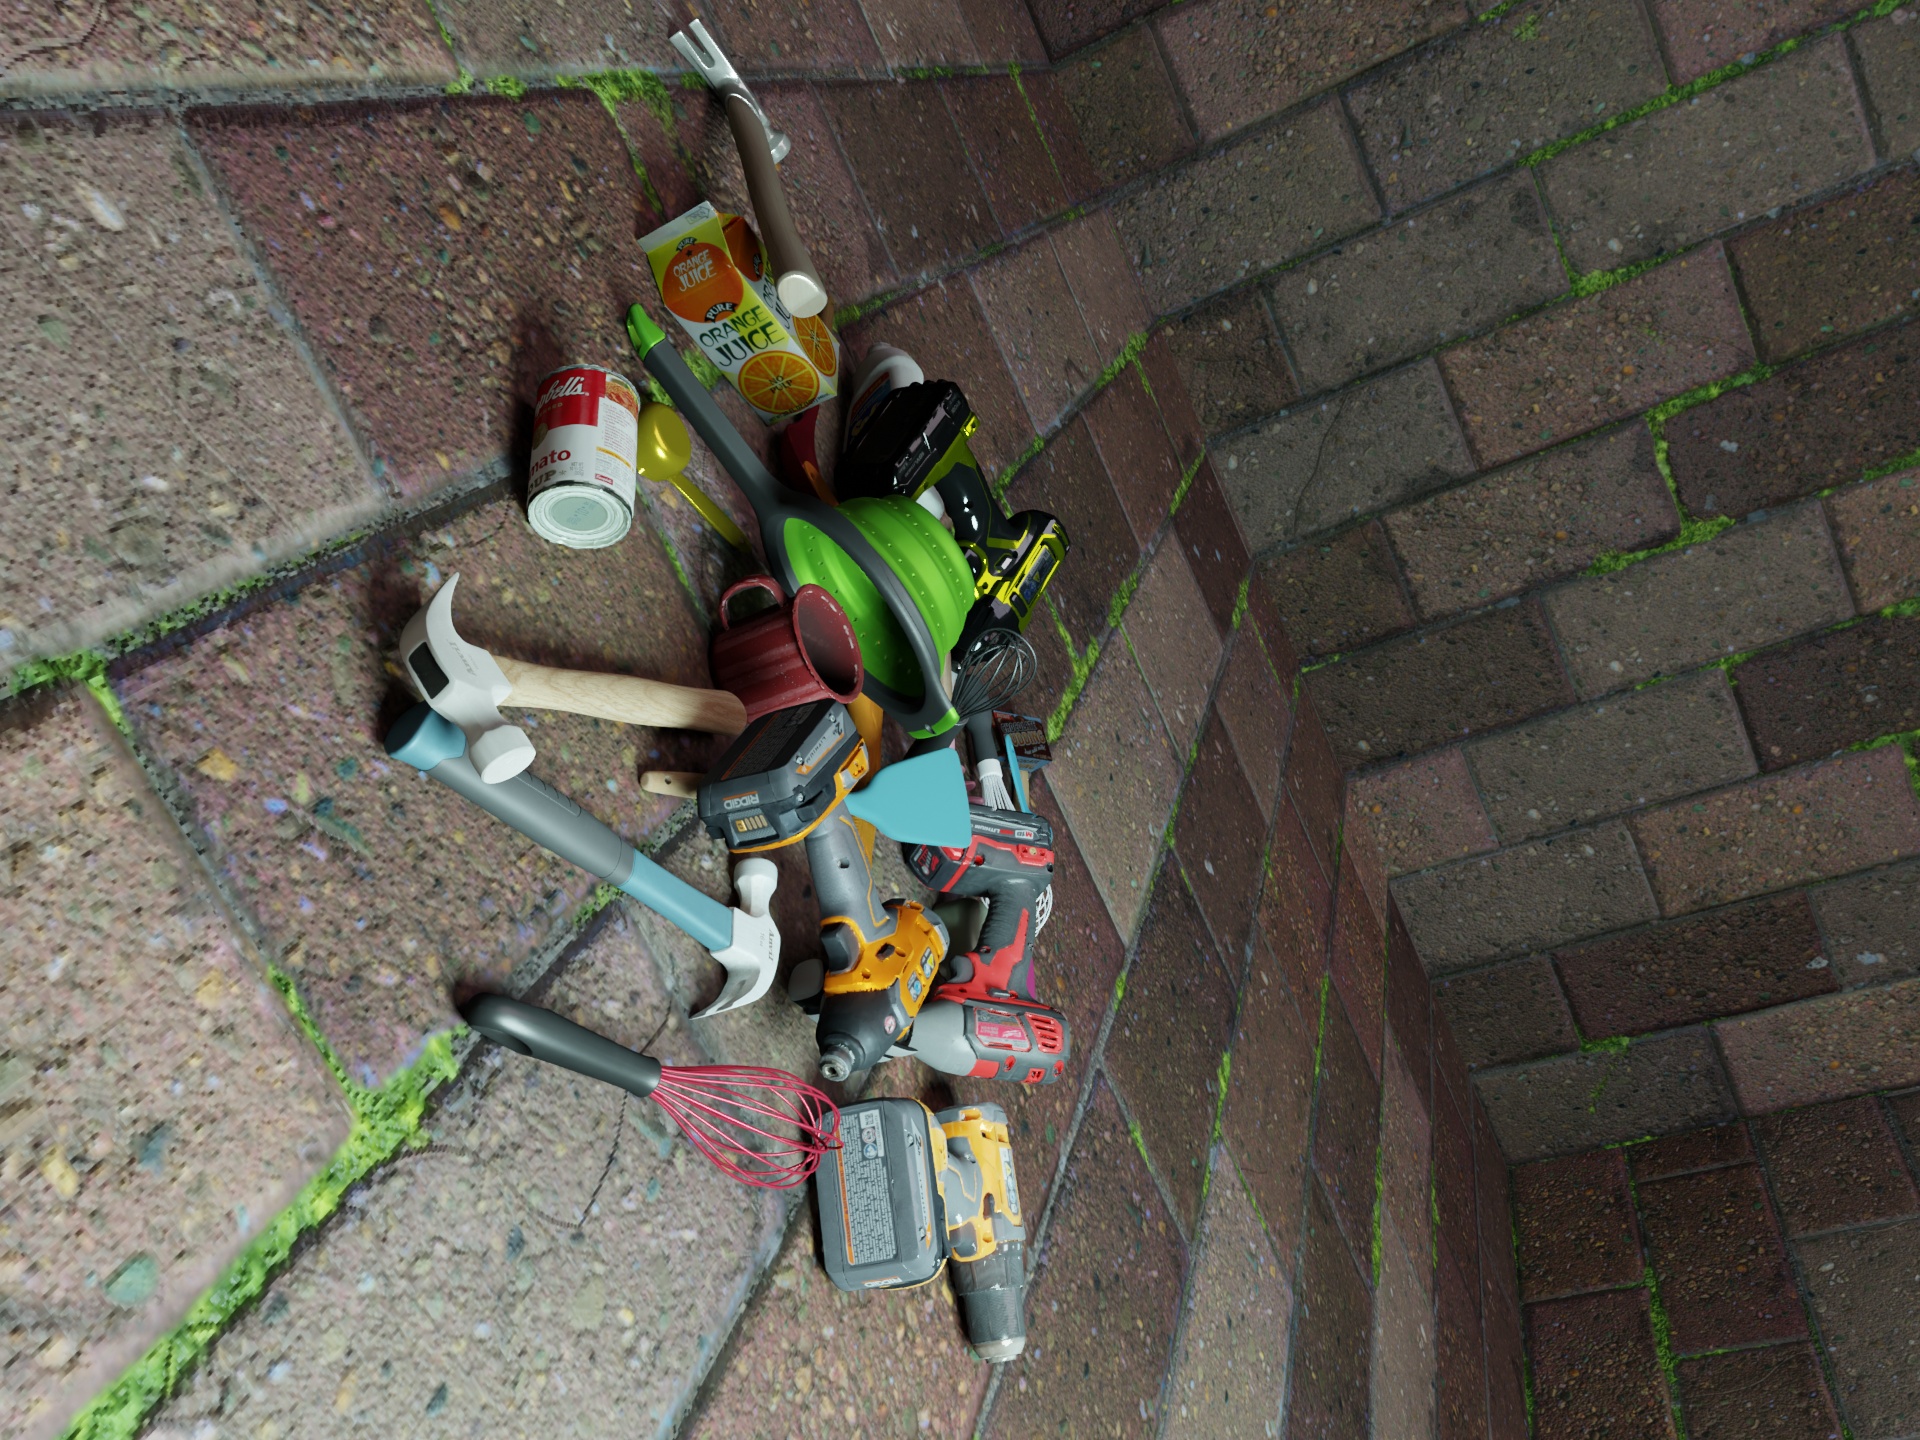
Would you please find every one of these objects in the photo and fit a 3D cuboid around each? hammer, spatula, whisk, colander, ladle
[{"bbox_3d":[-0.173,-0.464,1.350,0.146,0.038,0.411,48,16,-41],"label":"hammer"},{"bbox_3d":[-0.212,0.080,0.953,0.330,0.033,0.128,45,33,-46],"label":"hammer"},{"bbox_3d":[-0.104,0.051,1.152,0.317,0.044,0.082,9,68,-54],"label":"spatula"},{"bbox_3d":[0.032,0.076,1.495,0.070,0.070,0.285,39,33,-52],"label":"whisk"},{"bbox_3d":[-0.105,-0.171,1.224,0.397,0.094,0.204,53,-20,-5],"label":"colander"},{"bbox_3d":[-0.076,0.098,1.247,0.127,0.034,0.337,48,31,-41],"label":"hammer"},{"bbox_3d":[-0.221,-0.017,0.978,0.130,0.031,0.331,53,13,15],"label":"hammer"},{"bbox_3d":[-0.168,0.212,0.918,0.295,0.073,0.073,38,38,-45],"label":"whisk"},{"bbox_3d":[-0.134,-0.304,1.456,0.316,0.031,0.069,-88,156,-45],"label":"ladle"},{"bbox_3d":[-0.001,-0.004,1.294,0.055,0.239,0.055,12,58,-19],"label":"whisk"}]

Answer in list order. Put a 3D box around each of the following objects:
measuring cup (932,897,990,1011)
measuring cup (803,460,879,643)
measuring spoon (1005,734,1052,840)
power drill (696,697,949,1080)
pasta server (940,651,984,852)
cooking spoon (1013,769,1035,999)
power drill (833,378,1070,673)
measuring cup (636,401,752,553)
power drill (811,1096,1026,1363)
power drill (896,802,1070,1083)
[{"bbox_3d":[0.028,0.227,1.373,0.167,0.038,0.083,62,24,-15],"label":"measuring cup"},{"bbox_3d":[-0.106,-0.136,1.349,0.173,0.052,0.095,60,25,-19],"label":"measuring cup"},{"bbox_3d":[0.068,0.072,1.547,0.042,0.021,0.128,-64,140,-68],"label":"measuring spoon"},{"bbox_3d":[-0.088,0.118,1.059,0.226,0.084,0.164,67,26,-20],"label":"power drill"},{"bbox_3d":[-0.007,-0.016,1.358,0.060,0.040,0.316,-73,162,-57],"label":"pasta server"},{"bbox_3d":[0.058,0.169,1.517,0.068,0.017,0.319,72,15,-46],"label":"cooking spoon"},{"bbox_3d":[-0.004,-0.163,1.360,0.223,0.080,0.171,52,58,-36],"label":"power drill"},{"bbox_3d":[-0.196,-0.180,1.203,0.156,0.029,0.062,47,32,-41],"label":"measuring cup"},{"bbox_3d":[-0.015,0.359,1.122,0.226,0.084,0.185,36,41,-61],"label":"power drill"},{"bbox_3d":[0.011,0.180,1.279,0.143,0.078,0.220,10,55,-17],"label":"power drill"}]
